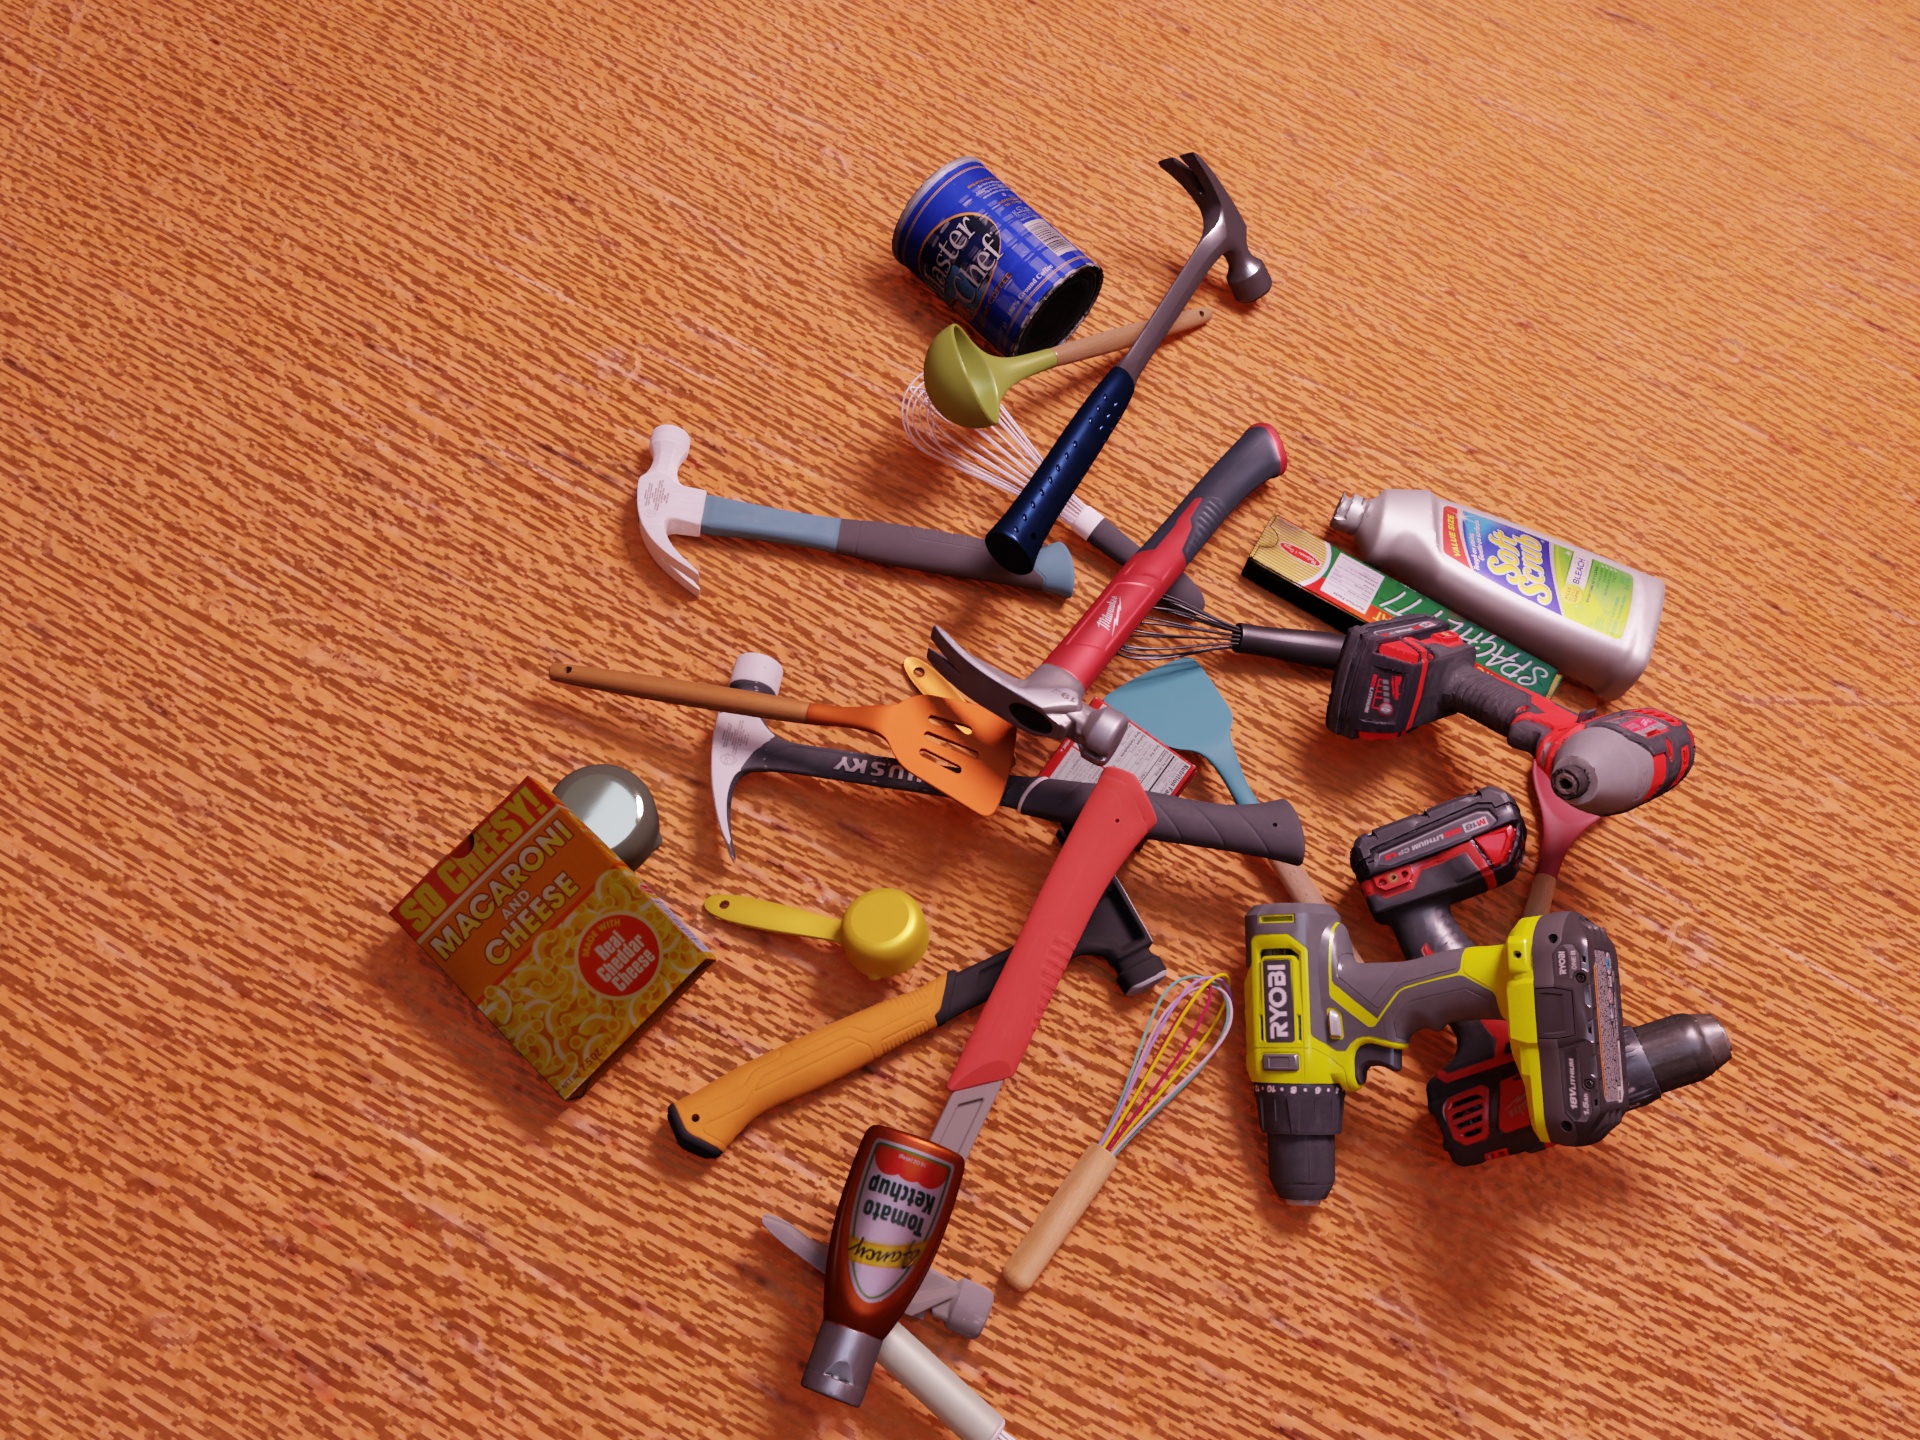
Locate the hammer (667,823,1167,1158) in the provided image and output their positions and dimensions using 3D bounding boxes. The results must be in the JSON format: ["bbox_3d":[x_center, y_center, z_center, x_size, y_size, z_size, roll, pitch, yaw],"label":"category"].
[{"bbox_3d":[-0.035,0.185,1.040,0.337,0.034,0.127,-24,71,-18],"label":"hammer"}]

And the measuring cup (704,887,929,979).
[{"bbox_3d":[-0.097,0.128,1.041,0.156,0.029,0.062,9,52,13],"label":"measuring cup"}]

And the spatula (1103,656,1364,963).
[{"bbox_3d":[0.219,0.090,1.128,0.082,0.044,0.318,-26,76,-20],"label":"spatula"}]

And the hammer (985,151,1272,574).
[{"bbox_3d":[0.125,-0.271,1.211,0.144,0.035,0.406,53,55,-33],"label":"hammer"}]

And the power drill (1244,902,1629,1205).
[{"bbox_3d":[0.286,0.207,0.992,0.228,0.080,0.191,-8,76,34],"label":"power drill"}]

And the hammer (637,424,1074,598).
[{"bbox_3d":[-0.077,-0.137,1.186,0.331,0.033,0.128,9,63,-4],"label":"hammer"}]

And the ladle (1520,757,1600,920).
[{"bbox_3d":[0.412,0.135,1.131,0.069,0.031,0.315,22,66,8],"label":"ladle"}]

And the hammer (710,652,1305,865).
[{"bbox_3d":[0.028,0.051,1.077,0.409,0.036,0.149,9,61,5],"label":"hammer"}]

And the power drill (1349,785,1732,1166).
[{"bbox_3d":[0.373,0.161,1.048,0.188,0.080,0.227,-23,66,14],"label":"power drill"}]

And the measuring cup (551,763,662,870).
[{"bbox_3d":[-0.251,0.105,1.044,0.083,0.038,0.168,15,64,-1],"label":"measuring cup"}]

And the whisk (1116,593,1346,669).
[{"bbox_3d":[0.206,-0.060,1.183,0.239,0.055,0.055,7,64,-12],"label":"whisk"}]

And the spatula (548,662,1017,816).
[{"bbox_3d":[-0.124,-0.003,1.077,0.322,0.041,0.081,9,62,10],"label":"spatula"}]

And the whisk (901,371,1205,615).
[{"bbox_3d":[0.071,-0.169,1.213,0.284,0.070,0.070,39,66,5],"label":"whisk"}]

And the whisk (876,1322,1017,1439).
[{"bbox_3d":[0.024,0.421,0.922,0.246,0.059,0.058,40,39,9],"label":"whisk"}]

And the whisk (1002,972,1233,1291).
[{"bbox_3d":[0.103,0.258,1.022,0.051,0.047,0.245,37,69,8],"label":"whisk"}]

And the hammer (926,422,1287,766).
[{"bbox_3d":[0.130,-0.120,1.150,0.143,0.038,0.386,30,49,13],"label":"hammer"}]

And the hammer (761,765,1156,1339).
[{"bbox_3d":[0.020,0.189,0.998,0.149,0.036,0.359,27,78,1],"label":"hammer"}]

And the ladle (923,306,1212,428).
[{"bbox_3d":[0.096,-0.289,1.228,0.320,0.062,0.078,-24,94,-36],"label":"ladle"}]

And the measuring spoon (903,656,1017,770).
[{"bbox_3d":[-0.002,-0.004,1.149,0.021,0.011,0.117,-37,71,-21],"label":"measuring spoon"}]

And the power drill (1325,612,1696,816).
[{"bbox_3d":[0.369,0.001,1.085,0.143,0.078,0.220,-13,30,-44],"label":"power drill"}]
